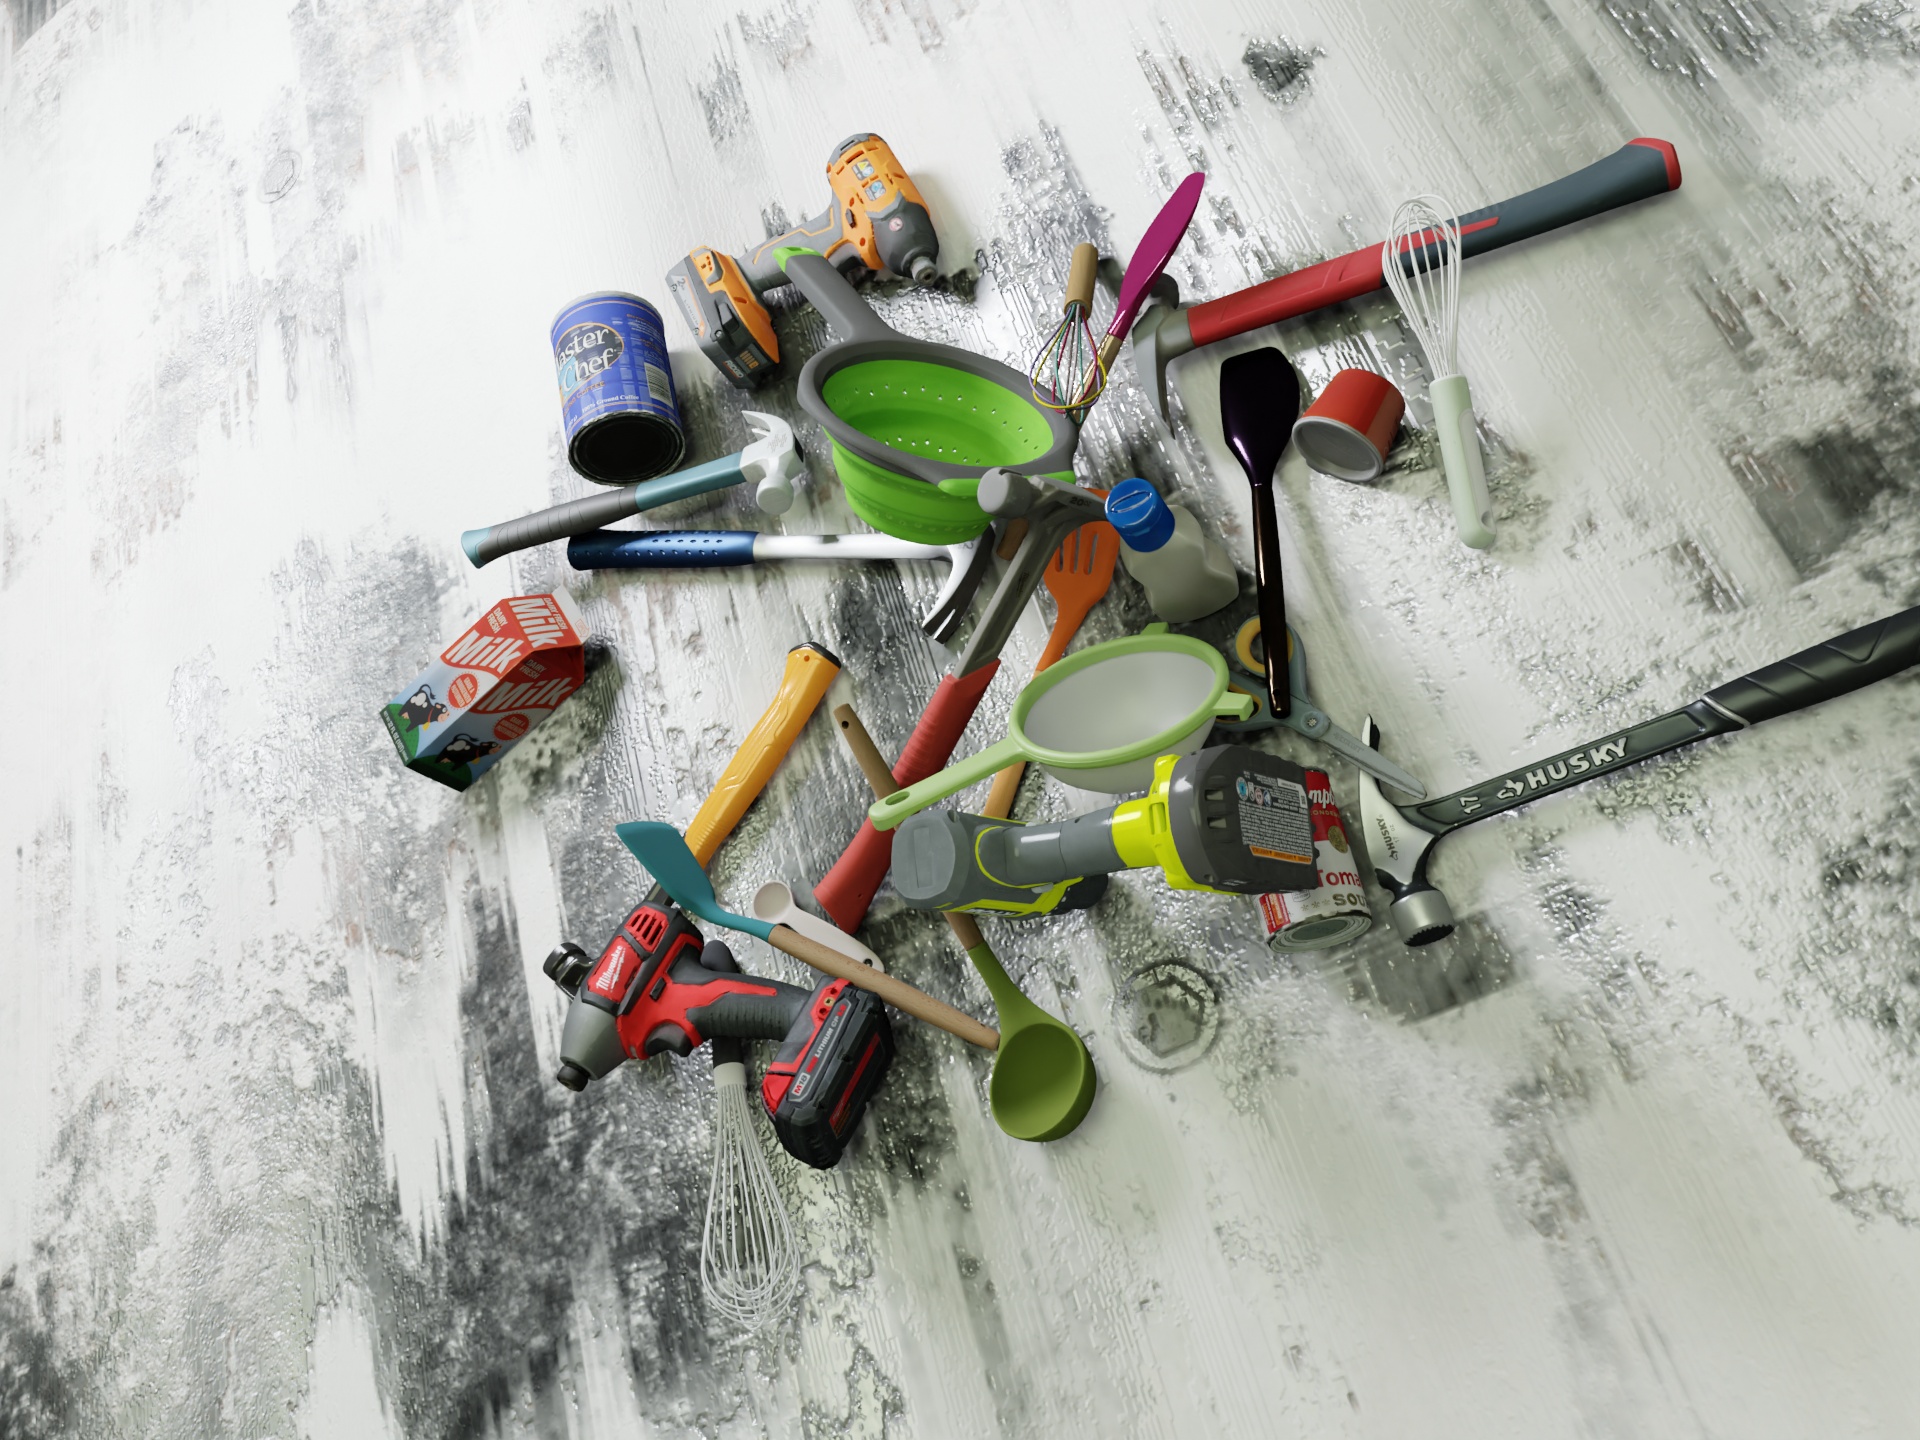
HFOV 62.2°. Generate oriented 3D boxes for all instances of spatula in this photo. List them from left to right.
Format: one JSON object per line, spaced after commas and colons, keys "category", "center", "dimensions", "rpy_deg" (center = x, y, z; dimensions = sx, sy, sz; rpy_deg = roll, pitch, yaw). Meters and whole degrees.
{"category": "spatula", "center": [-0.108, 0.153, 1.133], "dimensions": [0.318, 0.082, 0.044], "rpy_deg": [23, 95, 19]}
{"category": "spatula", "center": [0.048, -0.015, 1.151], "dimensions": [0.081, 0.041, 0.323], "rpy_deg": [11, 76, 37]}
{"category": "spatula", "center": [0.215, -0.141, 1.113], "dimensions": [0.060, 0.018, 0.316], "rpy_deg": [-11, 58, 22]}

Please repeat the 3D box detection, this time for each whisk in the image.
{"category": "whisk", "center": [-0.160, 0.284, 1.128], "dimensions": [0.070, 0.070, 0.285], "rpy_deg": [-23, 57, 17]}
{"category": "whisk", "center": [0.090, -0.297, 1.197], "dimensions": [0.047, 0.051, 0.245], "rpy_deg": [-27, 32, 29]}
{"category": "whisk", "center": [0.326, -0.235, 1.067], "dimensions": [0.059, 0.057, 0.246], "rpy_deg": [-17, 80, 51]}

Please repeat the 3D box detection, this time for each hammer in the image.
{"category": "hammer", "center": [-0.284, -0.186, 1.357], "dimensions": [0.331, 0.033, 0.128], "rpy_deg": [-13, 42, 17]}
{"category": "hammer", "center": [-0.191, 0.088, 1.235], "dimensions": [0.127, 0.034, 0.337], "rpy_deg": [31, 86, 34]}
{"category": "hammer", "center": [-0.159, -0.138, 1.309], "dimensions": [0.405, 0.035, 0.144], "rpy_deg": [3, 71, 28]}
{"category": "hammer", "center": [-0.002, -0.004, 1.118], "dimensions": [0.037, 0.149, 0.359], "rpy_deg": [43, 112, 40]}
{"category": "hammer", "center": [0.310, -0.316, 1.134], "dimensions": [0.386, 0.038, 0.143], "rpy_deg": [-15, 57, 20]}
{"category": "hammer", "center": [0.434, -0.002, 0.953], "dimensions": [0.409, 0.036, 0.149], "rpy_deg": [-24, 60, 16]}

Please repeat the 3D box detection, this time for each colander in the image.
{"category": "colander", "center": [-0.060, -0.243, 1.212], "dimensions": [0.398, 0.204, 0.094], "rpy_deg": [53, 141, 40]}

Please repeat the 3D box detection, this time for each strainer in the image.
{"category": "strainer", "center": [0.065, 0.030, 1.060], "dimensions": [0.256, 0.069, 0.152], "rpy_deg": [-25, 29, -6]}

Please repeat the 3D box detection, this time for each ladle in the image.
{"category": "ladle", "center": [-0.008, 0.128, 1.052], "dimensions": [0.078, 0.062, 0.320], "rpy_deg": [-34, 81, 23]}

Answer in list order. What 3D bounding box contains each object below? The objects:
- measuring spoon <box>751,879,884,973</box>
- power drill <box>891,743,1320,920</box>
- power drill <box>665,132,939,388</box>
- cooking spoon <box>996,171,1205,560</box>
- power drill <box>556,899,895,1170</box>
{"category": "measuring spoon", "center": [-0.103, 0.158, 1.176], "dimensions": [0.124, 0.018, 0.034], "rpy_deg": [29, 84, 26]}
{"category": "power drill", "center": [0.098, 0.080, 0.977], "dimensions": [0.228, 0.190, 0.080], "rpy_deg": [-14, 73, 35]}
{"category": "power drill", "center": [-0.127, -0.388, 1.371], "dimensions": [0.226, 0.084, 0.164], "rpy_deg": [-33, 60, 8]}
{"category": "cooking spoon", "center": [0.105, -0.265, 1.199], "dimensions": [0.319, 0.017, 0.069], "rpy_deg": [-63, 21, 7]}
{"category": "power drill", "center": [-0.169, 0.220, 1.103], "dimensions": [0.220, 0.078, 0.143], "rpy_deg": [17, 56, 21]}
